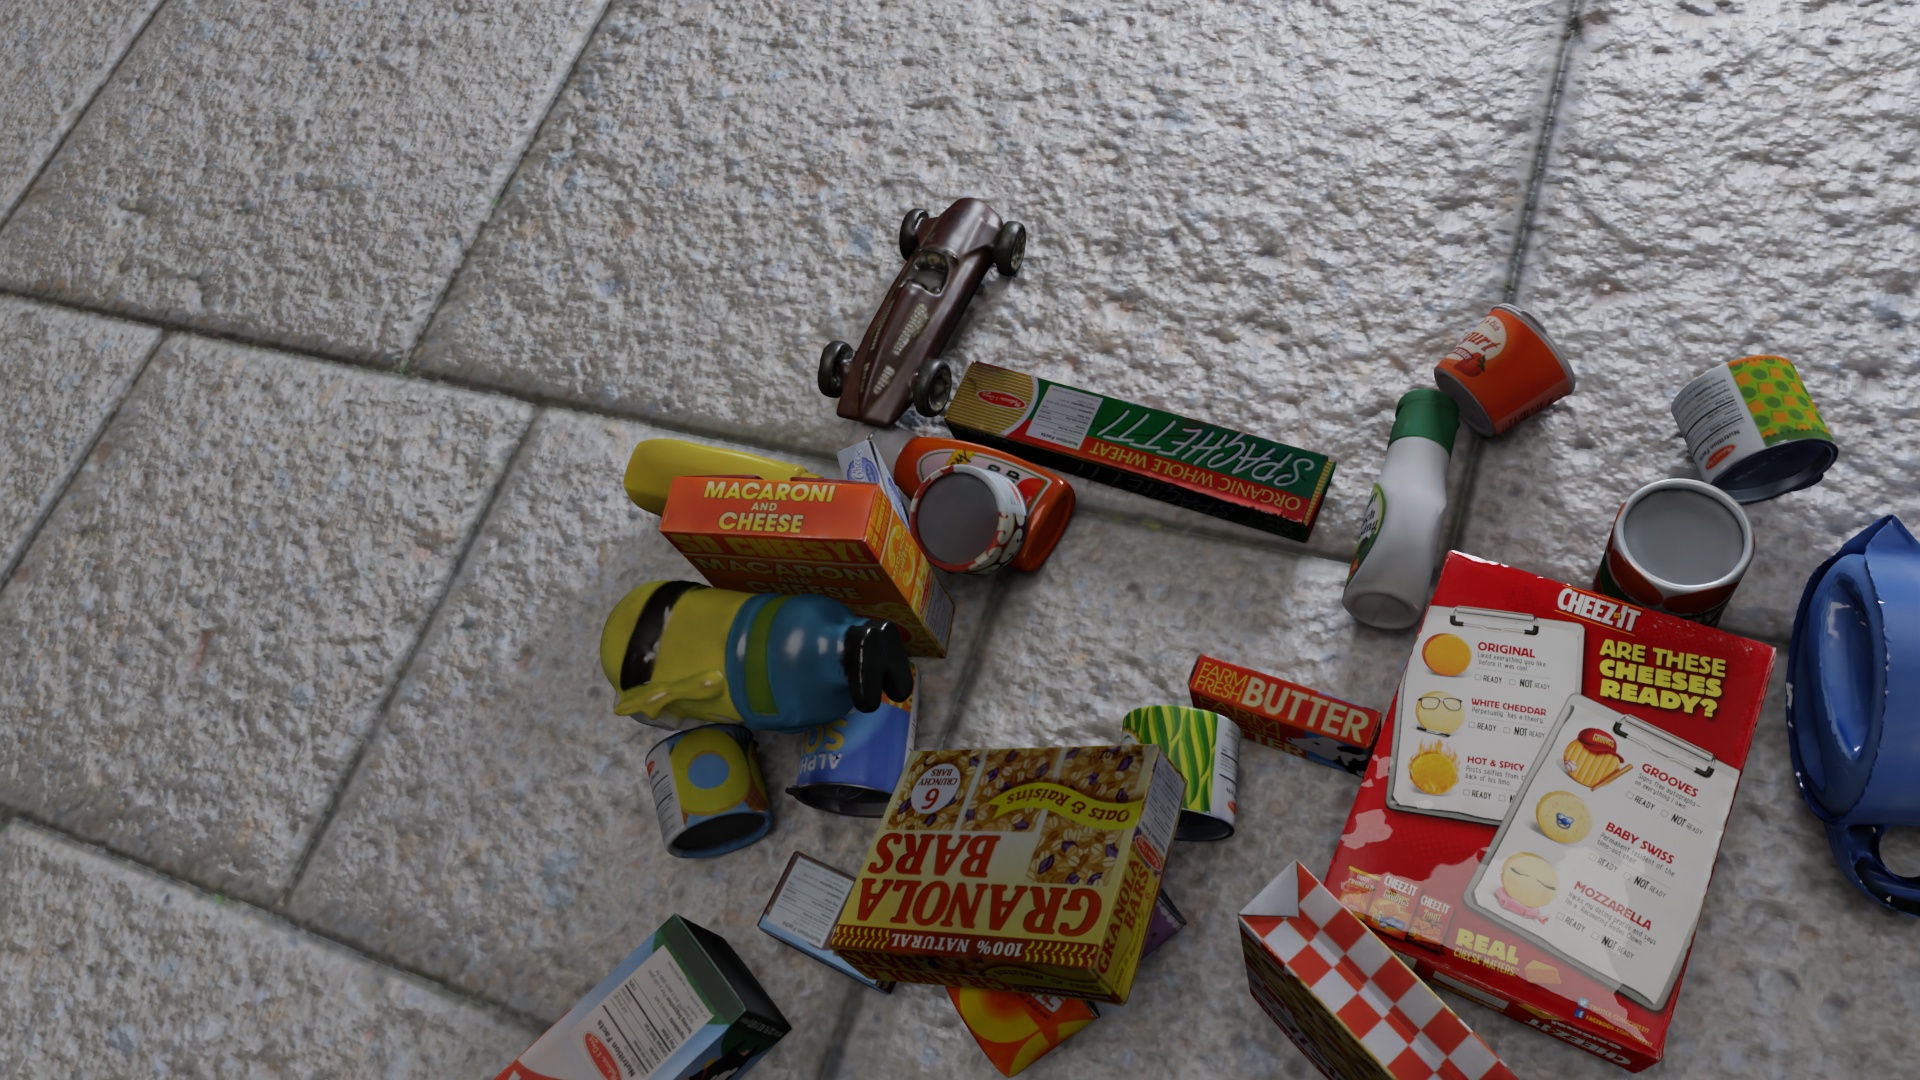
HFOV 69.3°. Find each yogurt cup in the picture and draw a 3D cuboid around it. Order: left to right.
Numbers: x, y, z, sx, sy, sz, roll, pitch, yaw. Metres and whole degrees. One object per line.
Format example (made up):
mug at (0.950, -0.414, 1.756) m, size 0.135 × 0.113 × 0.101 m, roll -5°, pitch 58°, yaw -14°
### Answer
yogurt cup at (0.320, -0.098, 0.824) m, size 0.054 × 0.072 × 0.072 m, roll -38°, pitch 60°, yaw 4°

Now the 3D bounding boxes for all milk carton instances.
milk carton at (-0.195, 0.302, 0.758) m, size 0.191 × 0.072 × 0.073 m, roll -42°, pitch 60°, yaw -9°

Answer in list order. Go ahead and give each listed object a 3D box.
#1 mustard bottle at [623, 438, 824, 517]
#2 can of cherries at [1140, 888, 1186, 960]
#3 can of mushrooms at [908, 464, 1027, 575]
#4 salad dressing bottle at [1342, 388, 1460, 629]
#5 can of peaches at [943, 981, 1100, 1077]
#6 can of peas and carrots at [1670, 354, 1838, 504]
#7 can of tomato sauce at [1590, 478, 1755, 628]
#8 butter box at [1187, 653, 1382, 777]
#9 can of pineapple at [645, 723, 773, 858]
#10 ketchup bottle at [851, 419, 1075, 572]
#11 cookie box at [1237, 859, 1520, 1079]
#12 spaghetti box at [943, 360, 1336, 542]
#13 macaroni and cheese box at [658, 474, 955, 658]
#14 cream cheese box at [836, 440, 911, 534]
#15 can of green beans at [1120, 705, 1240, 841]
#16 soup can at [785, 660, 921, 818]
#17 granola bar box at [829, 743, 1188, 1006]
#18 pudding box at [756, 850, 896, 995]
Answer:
mustard bottle at (-0.140, -0.031, 0.922) m, size 0.160 × 0.065 × 0.049 m, roll 10°, pitch 72°, yaw 14°
can of cherries at (0.078, 0.197, 0.738) m, size 0.058 × 0.071 × 0.072 m, roll -40°, pitch 60°, yaw 0°
can of mushrooms at (0.003, -0.011, 0.842) m, size 0.071 × 0.033 × 0.071 m, roll -2°, pitch 84°, yaw 26°
salad dressing bottle at (0.259, -0.021, 0.805) m, size 0.044 × 0.064 × 0.148 m, roll 17°, pitch 61°, yaw 11°
can of peaches at (0.031, 0.237, 0.728) m, size 0.058 × 0.071 × 0.071 m, roll -34°, pitch 60°, yaw -2°
can of peas and carrots at (0.440, -0.061, 0.770) m, size 0.071 × 0.070 × 0.059 m, roll -13°, pitch 60°, yaw 9°
can of tomato sauce at (0.377, 0.016, 0.737) m, size 0.071 × 0.082 × 0.071 m, roll -7°, pitch 62°, yaw 13°
butter box at (0.179, 0.097, 0.768) m, size 0.103 × 0.053 × 0.024 m, roll 17°, pitch 68°, yaw 23°
can of pineapple at (-0.147, 0.149, 0.827) m, size 0.071 × 0.070 × 0.058 m, roll -23°, pitch 61°, yaw 4°
ketchup bottle at (-0.003, -0.036, 0.894) m, size 0.149 × 0.043 × 0.065 m, roll 26°, pitch 80°, yaw 26°
cookie box at (0.185, 0.225, 0.635) m, size 0.040 × 0.166 × 0.123 m, roll -40°, pitch 60°, yaw -9°
spaghetti box at (0.109, -0.059, 0.882) m, size 0.250 × 0.028 × 0.050 m, roll 18°, pitch 70°, yaw 23°
macaroni and cheese box at (-0.085, 0.017, 0.818) m, size 0.124 × 0.166 × 0.040 m, roll 3°, pitch 64°, yaw 17°
cream cheese box at (-0.047, -0.013, 0.860) m, size 0.024 × 0.103 × 0.053 m, roll -20°, pitch 61°, yaw 2°
can of green beans at (0.119, 0.128, 0.762) m, size 0.071 × 0.071 × 0.058 m, roll 2°, pitch 64°, yaw 17°
soup can at (-0.062, 0.113, 0.819) m, size 0.071 × 0.071 × 0.084 m, roll -2°, pitch 63°, yaw 15°
granola bar box at (0.025, 0.169, 0.720) m, size 0.165 × 0.039 × 0.125 m, roll -8°, pitch 44°, yaw 38°
pudding box at (-0.067, 0.217, 0.789) m, size 0.084 × 0.030 × 0.050 m, roll 19°, pitch 69°, yaw 23°
